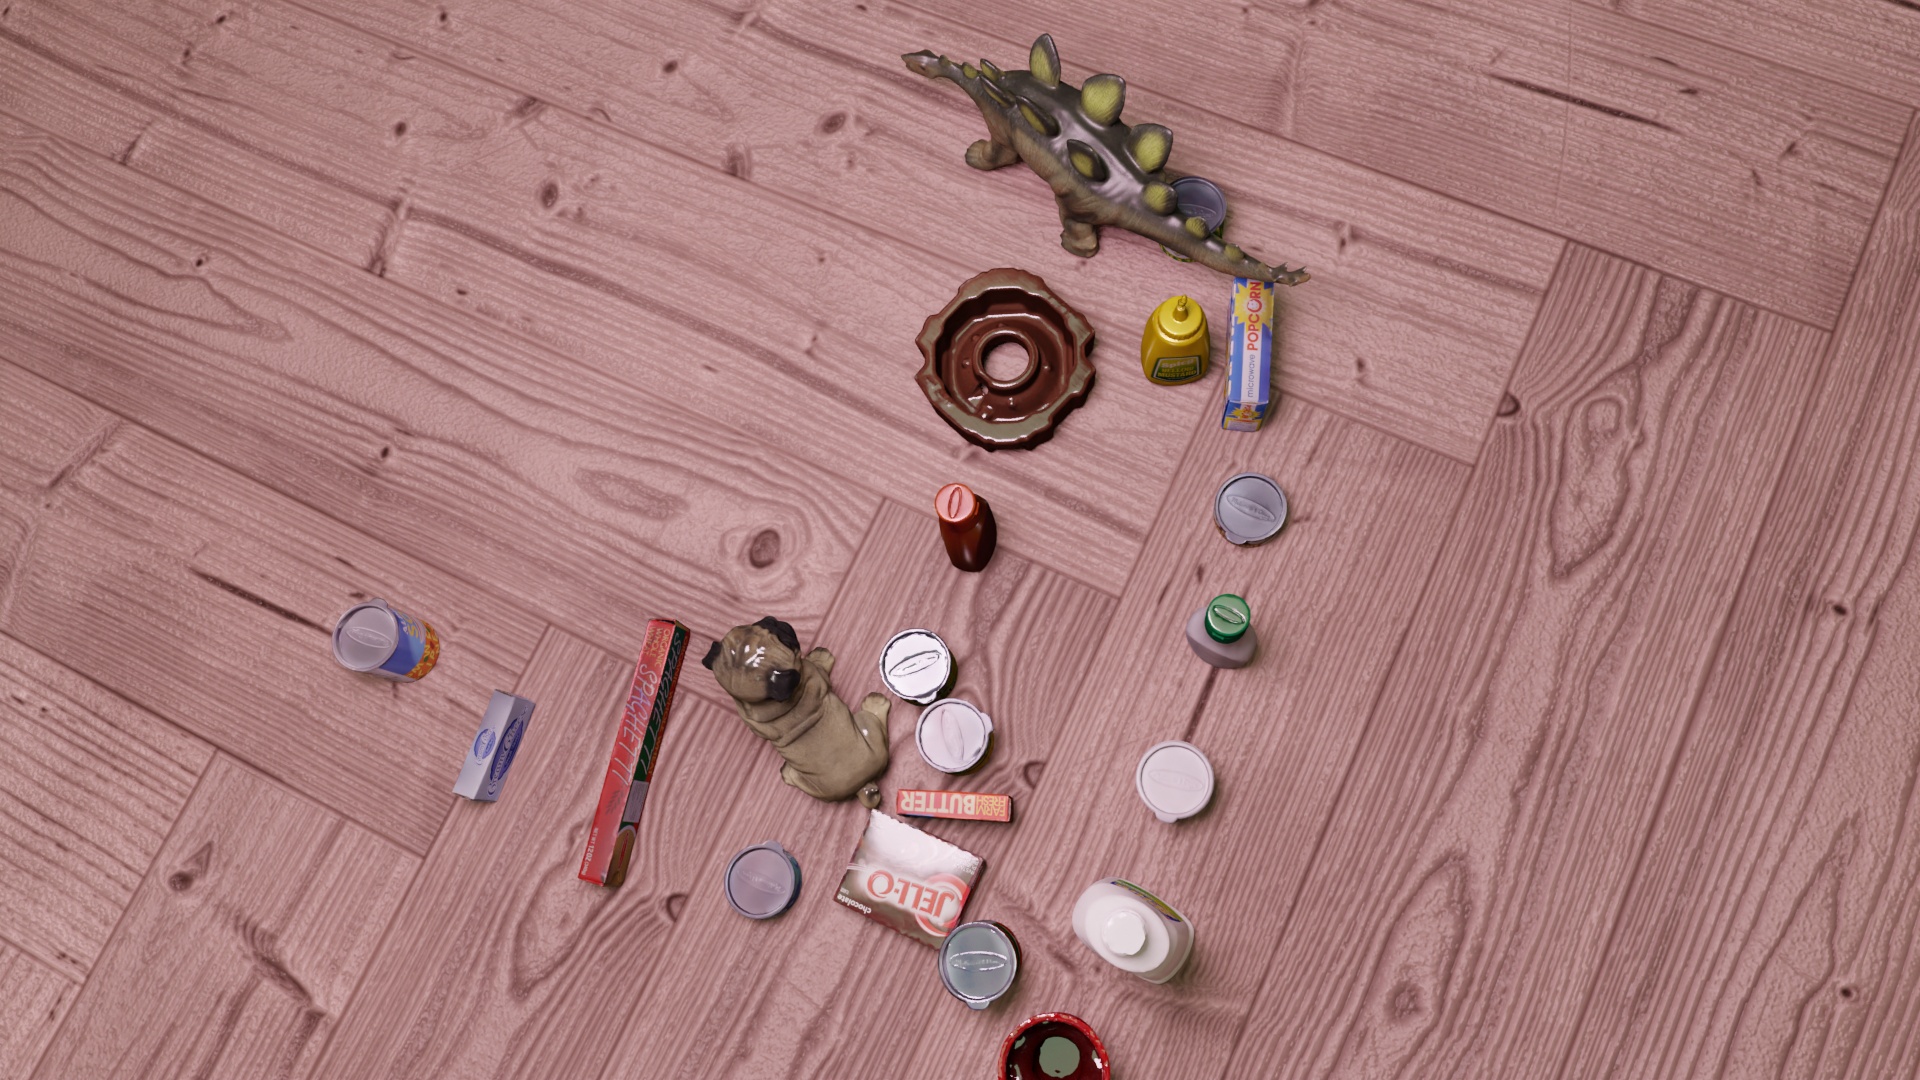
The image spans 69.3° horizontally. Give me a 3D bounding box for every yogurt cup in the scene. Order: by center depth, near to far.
[{"bbox_3d":[0.190,0.214,1.237,0.072,0.054,0.072,-2,76,6],"label":"yogurt cup"}]

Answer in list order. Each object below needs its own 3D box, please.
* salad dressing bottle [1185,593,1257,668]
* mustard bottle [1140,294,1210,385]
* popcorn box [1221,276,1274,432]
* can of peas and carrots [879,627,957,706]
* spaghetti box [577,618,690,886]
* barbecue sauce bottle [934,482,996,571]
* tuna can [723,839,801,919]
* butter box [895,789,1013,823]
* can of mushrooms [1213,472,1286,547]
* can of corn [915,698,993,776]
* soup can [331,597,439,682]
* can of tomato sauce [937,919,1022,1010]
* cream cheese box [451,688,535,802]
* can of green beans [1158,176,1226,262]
[{"bbox_3d":[0.231,0.079,1.218,0.064,0.147,0.044,27,81,12],"label":"salad dressing bottle"},{"bbox_3d":[0.199,-0.189,1.281,0.065,0.160,0.049,-4,76,6],"label":"mustard bottle"},{"bbox_3d":[0.270,-0.175,1.308,0.038,0.085,0.127,4,77,8],"label":"popcorn box"},{"bbox_3d":[-0.037,0.120,1.285,0.071,0.058,0.071,-2,76,6],"label":"can of peas and carrots"},{"bbox_3d":[-0.303,0.196,1.302,0.029,0.050,0.250,11,78,9],"label":"spaghetti box"},{"bbox_3d":[0.005,-0.016,1.267,0.044,0.148,0.065,10,78,9],"label":"barbecue sauce bottle"},{"bbox_3d":[-0.179,0.309,1.268,0.071,0.032,0.071,-2,76,6],"label":"tuna can"},{"bbox_3d":[-0.004,0.240,1.254,0.103,0.053,0.024,2,77,7],"label":"butter box"},{"bbox_3d":[0.269,-0.026,1.298,0.071,0.033,0.071,-2,76,6],"label":"can of mushrooms"},{"bbox_3d":[-0.002,0.179,1.266,0.071,0.058,0.071,-2,76,6],"label":"can of corn"},{"bbox_3d":[-0.551,0.097,1.338,0.071,0.083,0.071,-2,76,6],"label":"soup can"},{"bbox_3d":[0.019,0.366,1.204,0.071,0.083,0.071,-2,76,6],"label":"can of tomato sauce"},{"bbox_3d":[-0.441,0.195,1.316,0.024,0.053,0.104,17,79,11],"label":"cream cheese box"},{"bbox_3d":[0.226,-0.314,1.362,0.071,0.057,0.071,-2,76,6],"label":"can of green beans"}]
